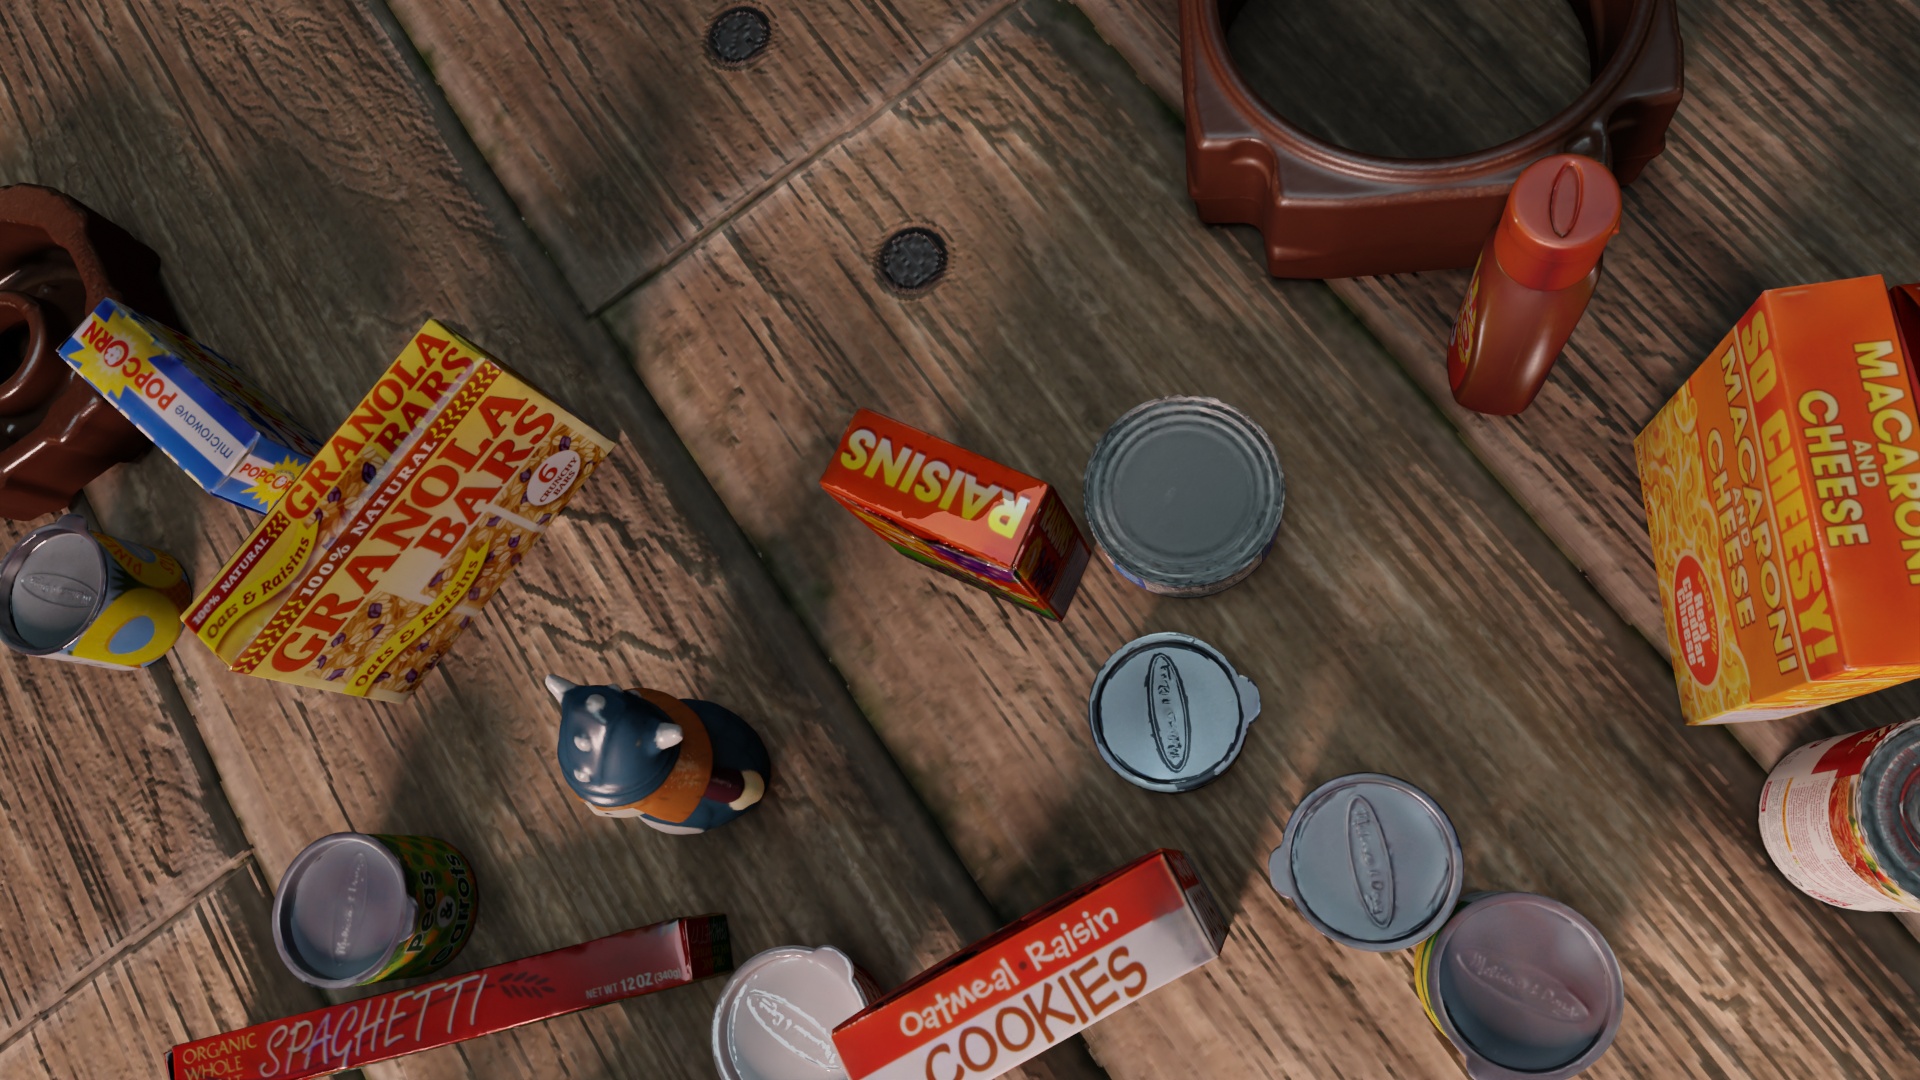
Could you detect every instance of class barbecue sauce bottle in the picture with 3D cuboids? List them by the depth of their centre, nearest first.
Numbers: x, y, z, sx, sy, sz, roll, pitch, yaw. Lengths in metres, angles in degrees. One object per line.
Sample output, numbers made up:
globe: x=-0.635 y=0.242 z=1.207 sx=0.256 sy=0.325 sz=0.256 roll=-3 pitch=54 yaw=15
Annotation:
barbecue sauce bottle: x=0.222 y=-0.100 z=0.542 sx=0.044 sy=0.148 sz=0.065 roll=10 pitch=79 yaw=14

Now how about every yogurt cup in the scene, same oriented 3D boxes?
yogurt cup: x=-0.063 y=0.203 z=0.578 sx=0.072 sy=0.054 sz=0.072 roll=-3 pitch=76 yaw=11

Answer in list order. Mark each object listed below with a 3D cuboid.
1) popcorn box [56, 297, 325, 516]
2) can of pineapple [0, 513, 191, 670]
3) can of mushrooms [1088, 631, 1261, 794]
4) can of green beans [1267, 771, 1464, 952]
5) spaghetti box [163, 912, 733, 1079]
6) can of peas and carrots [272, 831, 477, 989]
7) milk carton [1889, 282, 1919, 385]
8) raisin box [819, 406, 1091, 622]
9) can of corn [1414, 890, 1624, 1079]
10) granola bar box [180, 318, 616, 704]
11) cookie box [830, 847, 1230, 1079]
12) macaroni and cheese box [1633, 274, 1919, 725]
popcorn box: x=-0.369 y=-0.060 z=0.691 sx=0.127 sy=0.085 sz=0.038 roll=37 pitch=87 yaw=18
can of pineapple: x=-0.434 y=0.028 z=0.698 sx=0.071 sy=0.058 sz=0.071 roll=-3 pitch=76 yaw=11
can of mushrooms: x=0.091 y=0.074 z=0.588 sx=0.071 sy=0.033 sz=0.071 roll=-3 pitch=76 yaw=11
can of green beans: x=0.160 y=0.126 z=0.547 sx=0.071 sy=0.057 sz=0.071 roll=-3 pitch=76 yaw=11
spaghetti box: x=-0.225 y=0.207 z=0.613 sx=0.250 sy=0.050 sz=0.029 roll=-16 pitch=74 yaw=8
can of peas and carrots: x=-0.260 y=0.166 z=0.626 sx=0.071 sy=0.058 sz=0.071 roll=-3 pitch=76 yaw=11
milk carton: x=0.345 y=-0.039 z=0.479 sx=0.072 sy=0.190 sz=0.073 roll=-4 pitch=76 yaw=11
raisin box: x=0.002 y=-0.007 z=0.579 sx=0.086 sy=0.123 sz=0.040 roll=24 pitch=83 yaw=16
can of corn: x=0.208 y=0.169 z=0.526 sx=0.071 sy=0.058 sz=0.071 roll=-3 pitch=76 yaw=11
granola bar box: x=-0.248 y=-0.008 z=0.632 sx=0.039 sy=0.124 sz=0.165 roll=37 pitch=87 yaw=17
cookie box: x=0.035 y=0.158 z=0.509 sx=0.123 sy=0.167 sz=0.040 roll=-30 pitch=73 yaw=4
macaroni and cheese box: x=0.290 y=-0.005 z=0.495 sx=0.040 sy=0.166 sz=0.124 roll=-6 pitch=76 yaw=11
